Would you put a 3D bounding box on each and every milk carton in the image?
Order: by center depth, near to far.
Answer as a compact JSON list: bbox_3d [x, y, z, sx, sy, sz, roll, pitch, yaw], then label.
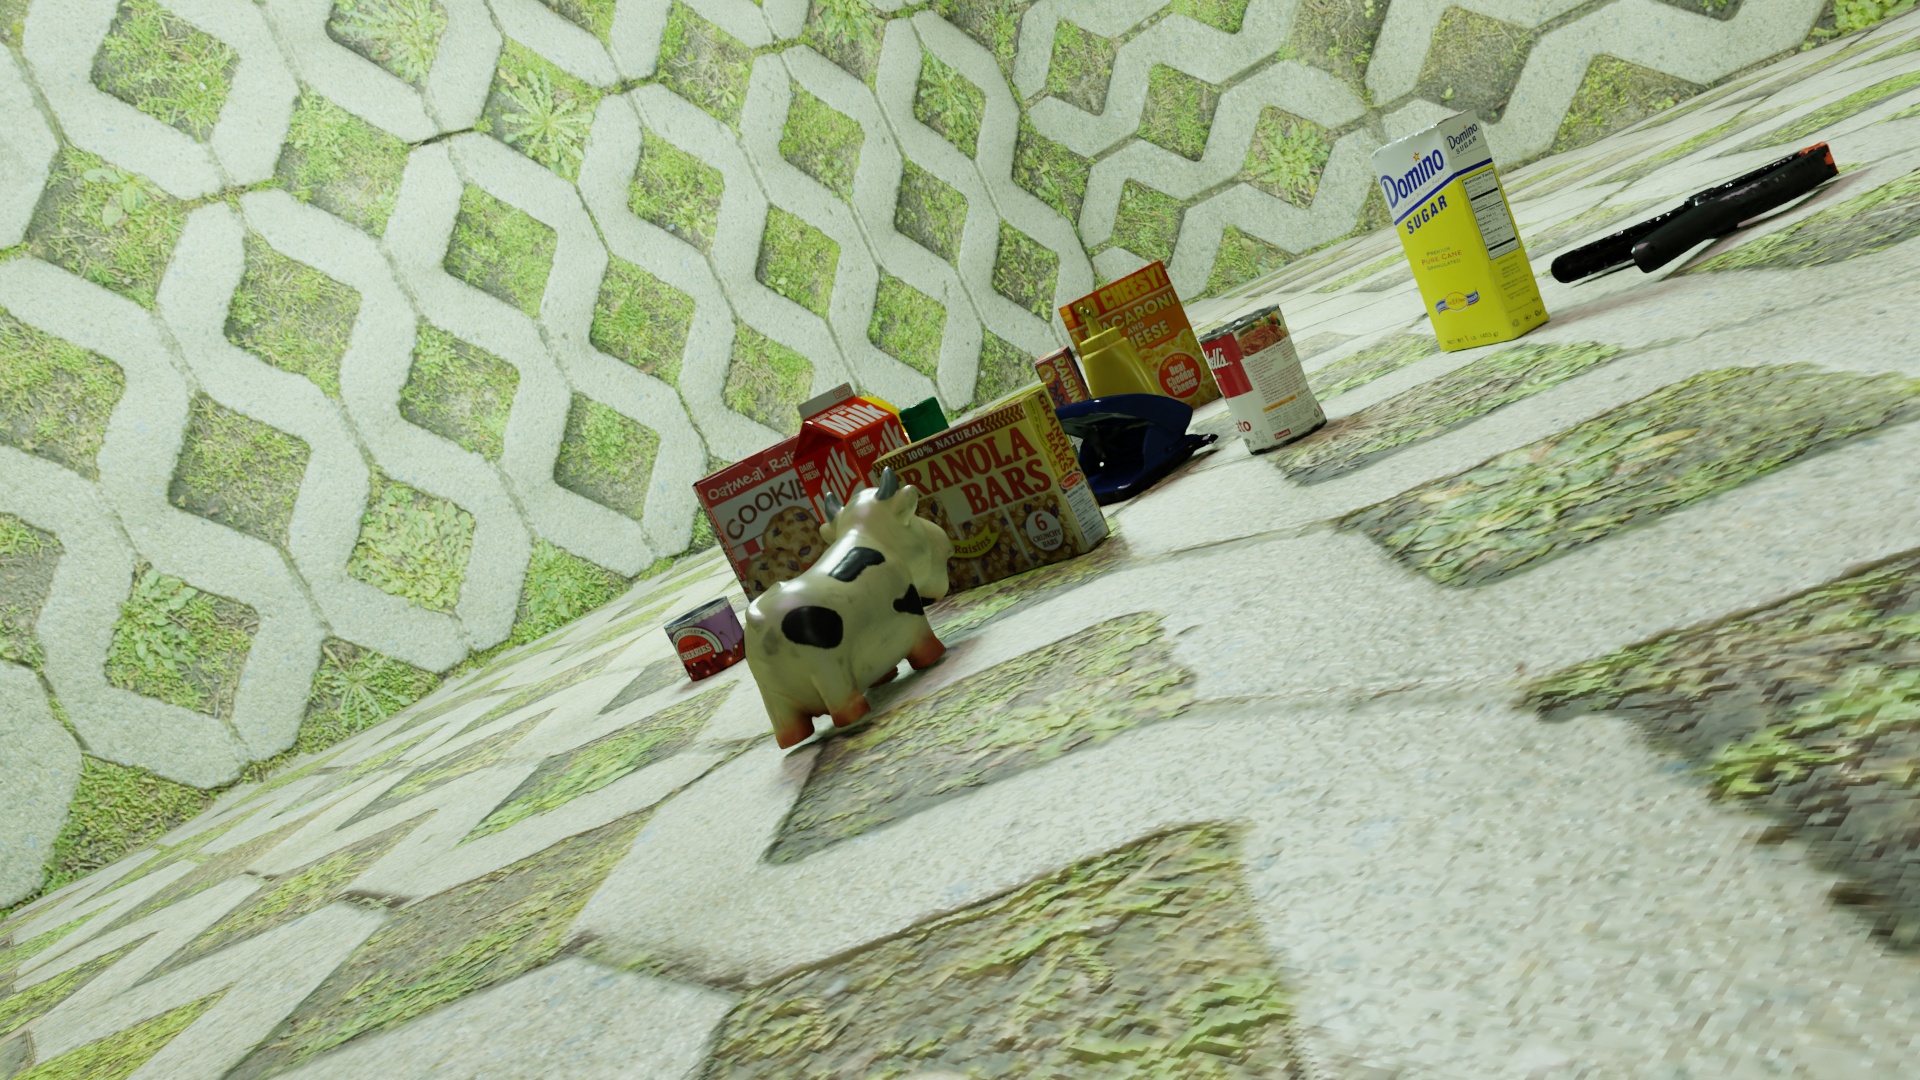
[{"bbox_3d":[-0.078,-0.040,1.197,0.073,0.190,0.073,-19,10,42],"label":"milk carton"}]

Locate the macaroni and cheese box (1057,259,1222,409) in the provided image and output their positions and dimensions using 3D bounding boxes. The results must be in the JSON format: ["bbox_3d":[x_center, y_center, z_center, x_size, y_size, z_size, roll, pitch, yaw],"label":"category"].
[{"bbox_3d":[0.199,-0.209,1.543,0.124,0.166,0.040,-27,7,-11],"label":"macaroni and cheese box"}]

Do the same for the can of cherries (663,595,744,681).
[{"bbox_3d":[-0.239,0.093,1.309,0.071,0.058,0.071,-25,7,4],"label":"can of cherries"}]

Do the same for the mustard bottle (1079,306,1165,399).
[{"bbox_3d":[0.153,-0.151,1.318,0.065,0.160,0.049,-23,7,18],"label":"mustard bottle"}]

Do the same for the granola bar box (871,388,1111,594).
[{"bbox_3d":[0.022,-0.033,1.081,0.165,0.124,0.039,-19,10,41],"label":"granola bar box"}]

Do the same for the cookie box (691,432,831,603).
[{"bbox_3d":[-0.171,-0.008,1.367,0.123,0.167,0.040,-28,7,-20],"label":"cookie box"}]

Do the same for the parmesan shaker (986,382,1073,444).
[{"bbox_3d":[0.079,-0.104,1.460,0.071,0.103,0.071,-25,7,4],"label":"parmesan shaker"}]

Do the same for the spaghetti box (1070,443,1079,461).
[{"bbox_3d":[0.005,-0.016,1.301,0.250,0.050,0.028,-27,7,-9],"label":"spaghetti box"}]

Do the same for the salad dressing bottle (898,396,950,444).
[{"bbox_3d":[-0.007,-0.054,1.223,0.044,0.147,0.064,-29,8,-24],"label":"salad dressing bottle"}]

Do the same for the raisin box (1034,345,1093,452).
[{"bbox_3d":[0.129,-0.156,1.576,0.040,0.123,0.086,-24,7,14],"label":"raisin box"}]
